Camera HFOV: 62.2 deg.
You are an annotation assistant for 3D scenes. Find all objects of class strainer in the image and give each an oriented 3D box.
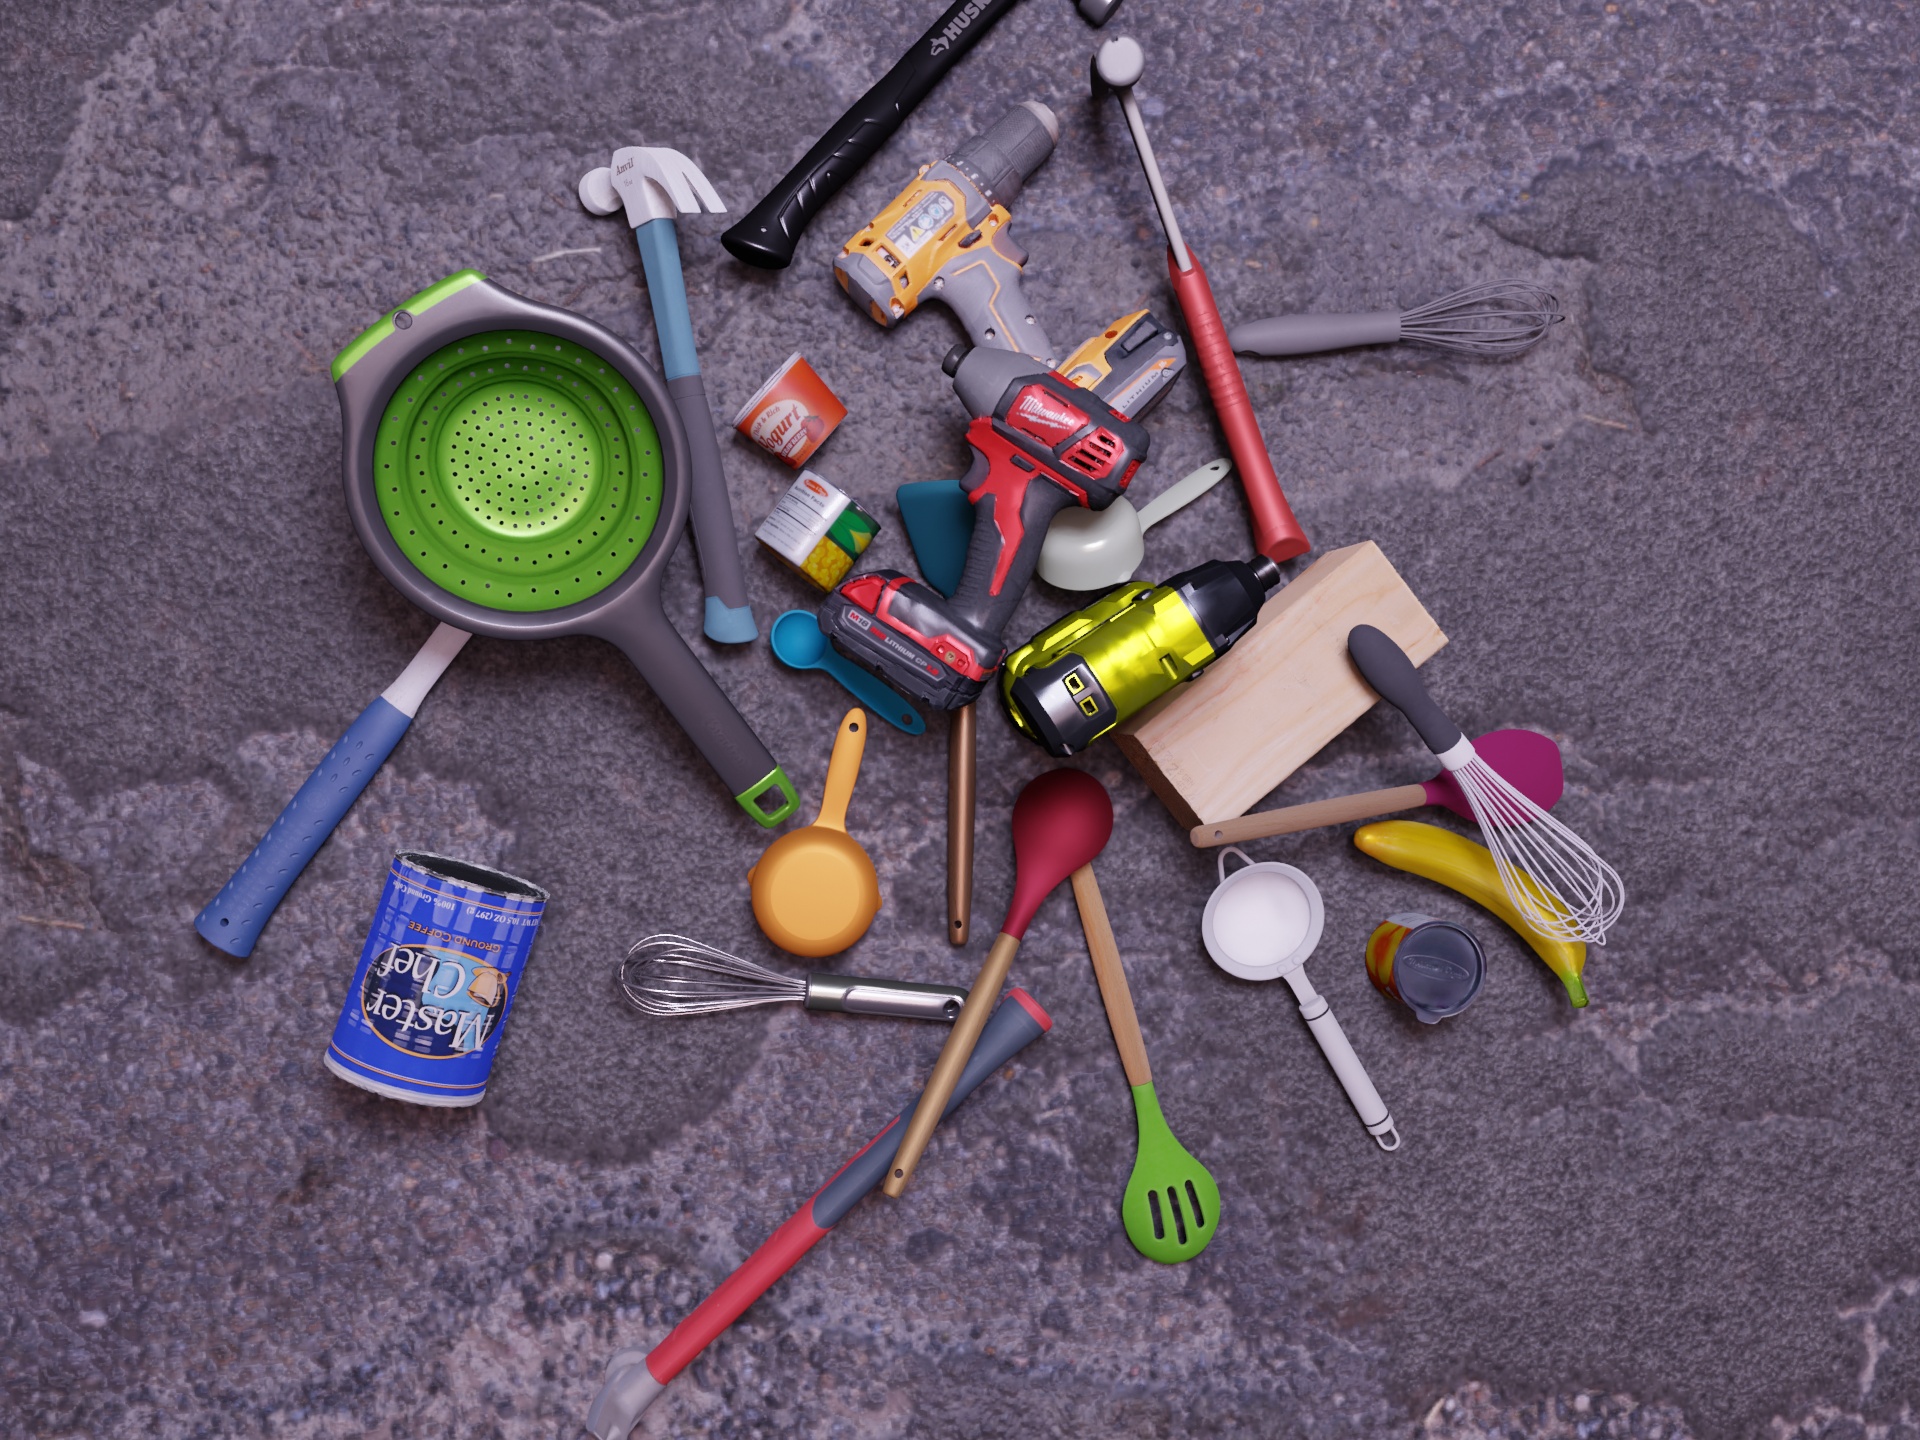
[{"bbox_3d":[0.241,0.194,1.112,0.087,0.050,0.258,-30,97,1],"label":"strainer"}]

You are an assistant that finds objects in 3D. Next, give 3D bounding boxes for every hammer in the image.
[{"bbox_3d":[-0.043,-0.435,1.084,0.146,0.035,0.335,41,79,-3],"label":"hammer"},{"bbox_3d":[-0.375,-0.022,1.064,0.144,0.035,0.405,37,86,-4],"label":"hammer"},{"bbox_3d":[-0.086,0.321,1.040,0.386,0.143,0.038,-43,91,-9],"label":"hammer"},{"bbox_3d":[0.162,-0.278,1.084,0.036,0.149,0.359,-20,100,9],"label":"hammer"},{"bbox_3d":[-0.183,-0.214,1.061,0.033,0.128,0.331,-16,99,-39],"label":"hammer"}]

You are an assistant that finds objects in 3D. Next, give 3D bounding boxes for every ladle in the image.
[{"bbox_3d":[0.021,0.167,1.056,0.069,0.031,0.315,23,72,10],"label":"ladle"}]

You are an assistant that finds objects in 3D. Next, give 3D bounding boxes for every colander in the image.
[{"bbox_3d":[-0.232,-0.095,1.026,0.204,0.095,0.396,-36,111,-4],"label":"colander"}]

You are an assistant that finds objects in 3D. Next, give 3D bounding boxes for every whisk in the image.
[{"bbox_3d":[0.307,-0.277,1.122,0.239,0.055,0.055,-5,89,-1],"label":"whisk"},{"bbox_3d":[-0.111,0.183,1.078,0.246,0.059,0.058,7,100,-9],"label":"whisk"},{"bbox_3d":[0.345,0.044,1.050,0.070,0.070,0.284,-43,103,-4],"label":"whisk"}]

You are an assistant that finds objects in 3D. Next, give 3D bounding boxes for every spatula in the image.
[{"bbox_3d":[-0.002,-0.003,1.092,0.082,0.044,0.317,1,90,10],"label":"spatula"}]

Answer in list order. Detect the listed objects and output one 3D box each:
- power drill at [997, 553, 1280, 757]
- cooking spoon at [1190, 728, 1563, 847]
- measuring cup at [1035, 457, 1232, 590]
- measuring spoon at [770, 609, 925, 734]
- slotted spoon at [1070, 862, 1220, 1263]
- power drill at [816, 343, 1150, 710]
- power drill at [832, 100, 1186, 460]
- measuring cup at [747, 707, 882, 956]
[{"bbox_3d":[0.106,-0.043,1.011,0.171,0.223,0.080,-33,92,-5],"label":"power drill"},{"bbox_3d":[0.293,0.055,1.082,0.318,0.017,0.069,-8,91,-24],"label":"cooking spoon"},{"bbox_3d":[0.121,-0.150,1.094,0.167,0.083,0.038,-34,136,-17],"label":"measuring cup"},{"bbox_3d":[-0.079,-0.028,1.101,0.128,0.021,0.042,37,64,-12],"label":"measuring spoon"},{"bbox_3d":[0.117,0.228,1.107,0.070,0.031,0.314,-15,89,-7],"label":"slotted spoon"},{"bbox_3d":[0.008,-0.128,1.025,0.143,0.078,0.219,35,102,7],"label":"power drill"},{"bbox_3d":[0.052,-0.296,1.086,0.226,0.084,0.185,44,86,2],"label":"power drill"},{"bbox_3d":[-0.089,0.076,1.077,0.095,0.052,0.173,13,90,-5],"label":"measuring cup"}]
